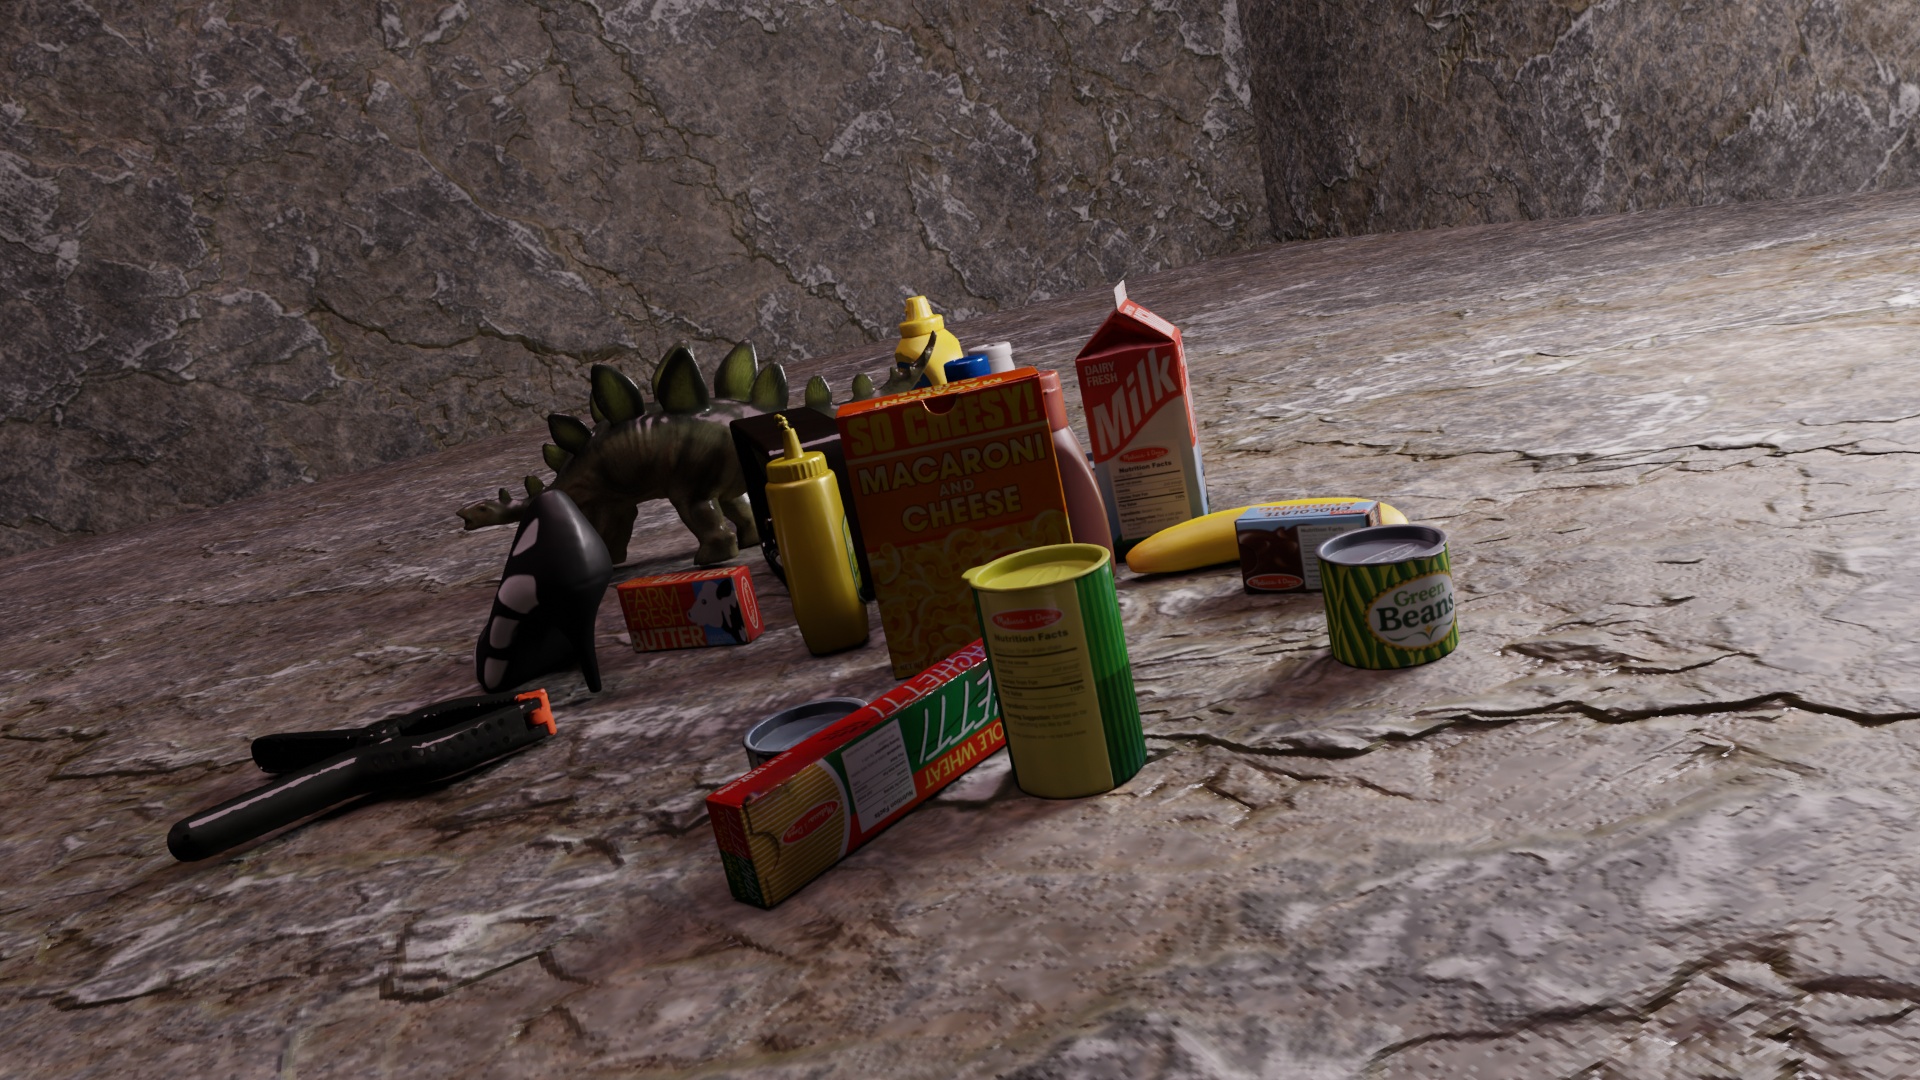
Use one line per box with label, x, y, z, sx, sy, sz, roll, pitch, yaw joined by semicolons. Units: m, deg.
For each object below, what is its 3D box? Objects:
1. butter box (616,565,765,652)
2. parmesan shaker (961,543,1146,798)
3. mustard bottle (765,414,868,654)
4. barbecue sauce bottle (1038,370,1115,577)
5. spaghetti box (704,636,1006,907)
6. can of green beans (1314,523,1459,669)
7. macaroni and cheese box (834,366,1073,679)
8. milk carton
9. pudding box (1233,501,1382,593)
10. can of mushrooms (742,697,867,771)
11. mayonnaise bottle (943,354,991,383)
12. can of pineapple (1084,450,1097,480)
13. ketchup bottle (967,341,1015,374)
butter box;-0.196;0.050;1.005;0.103;0.053;0.024;-6;14;23
parmesan shaker;0.044;0.060;0.652;0.071;0.102;0.071;-11;13;3
mustard bottle;-0.099;-0.007;0.924;0.049;0.159;0.065;-13;13;-3
barbecue sauce bottle;0.062;-0.039;0.941;0.065;0.148;0.044;-14;13;-6
spaghetti box;-0.017;0.095;0.678;0.028;0.050;0.251;0;18;41
can of green beans;0.222;0.028;0.722;0.071;0.057;0.071;-11;13;3
macaroni and cheese box;0.003;-0.011;0.838;0.124;0.166;0.040;-12;13;0
milk carton;0.129;-0.088;0.992;0.073;0.190;0.072;-9;14;13
pudding box;0.213;0.004;0.845;0.083;0.049;0.030;-3;16;32
can of mushrooms;-0.074;0.108;0.707;0.071;0.033;0.071;-11;14;3
mayonnaise bottle;0.018;-0.073;1.117;0.041;0.147;0.065;-21;16;-34
can of pineapple;0.104;-0.036;1.084;0.071;0.057;0.071;-11;13;3
ketchup bottle;0.037;-0.091;1.170;0.043;0.148;0.065;-12;13;0
